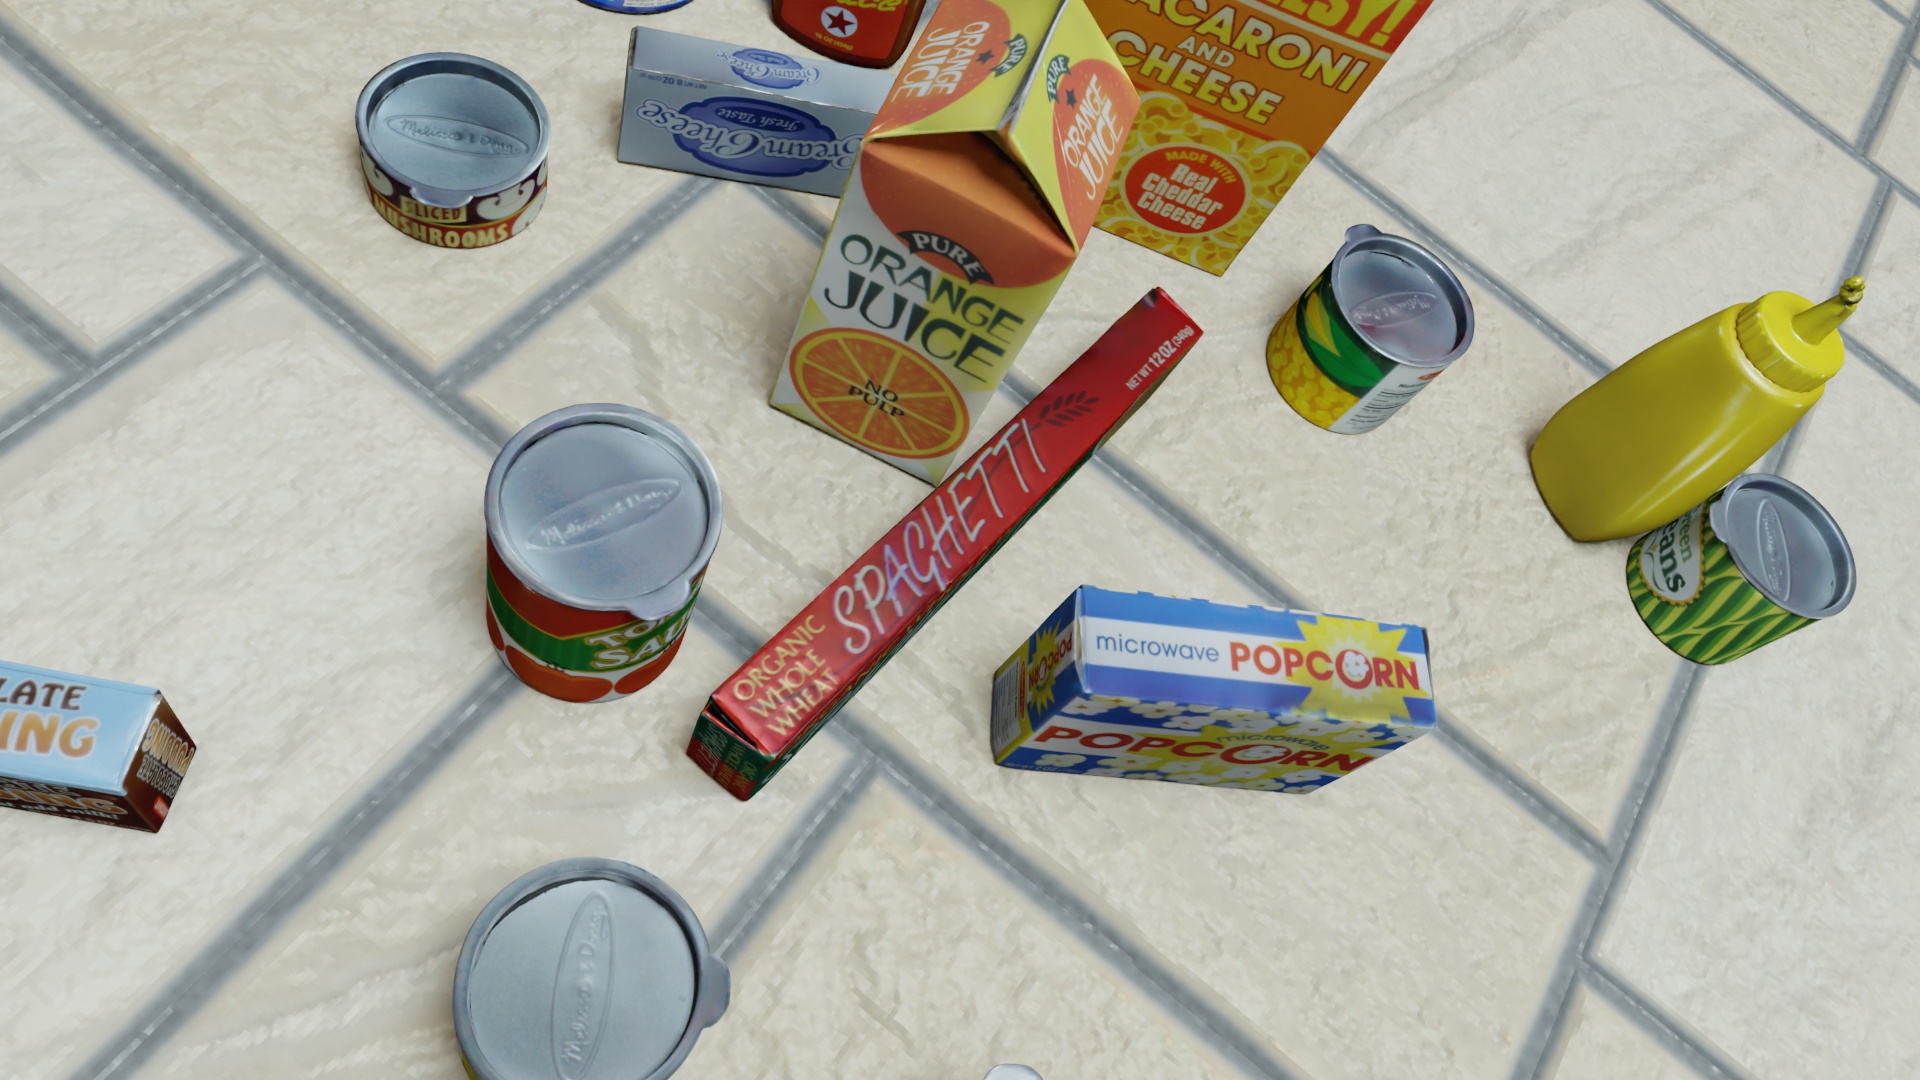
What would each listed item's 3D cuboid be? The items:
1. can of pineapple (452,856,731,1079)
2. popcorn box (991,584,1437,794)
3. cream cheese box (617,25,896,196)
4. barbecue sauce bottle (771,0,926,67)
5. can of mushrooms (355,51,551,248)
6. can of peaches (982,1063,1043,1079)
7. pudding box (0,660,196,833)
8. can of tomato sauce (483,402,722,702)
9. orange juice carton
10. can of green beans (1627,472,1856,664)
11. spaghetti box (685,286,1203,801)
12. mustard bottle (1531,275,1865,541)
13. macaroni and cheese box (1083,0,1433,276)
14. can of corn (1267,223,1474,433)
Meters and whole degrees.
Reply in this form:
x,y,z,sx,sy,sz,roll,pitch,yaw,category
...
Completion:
x,y,z,sx,sy,sz,roll,pitch,yaw,category
-0.104,0.128,0.386,0.071,0.057,0.071,8,62,-15,can of pineapple
0.083,0.053,0.473,0.127,0.085,0.038,7,63,-15,popcorn box
-0.080,-0.166,0.546,0.104,0.053,0.024,5,63,-17,cream cheese box
-0.032,-0.259,0.554,0.065,0.147,0.044,19,60,-9,barbecue sauce bottle
-0.185,-0.141,0.509,0.071,0.033,0.071,8,62,-15,can of mushrooms
0.005,0.189,0.393,0.071,0.057,0.071,8,62,-15,can of peaches
-0.260,0.053,0.376,0.084,0.049,0.030,13,61,-12,pudding box
-0.111,0.008,0.430,0.071,0.082,0.071,8,62,-15,can of tomato sauce
-0.001,-0.103,0.460,0.073,0.191,0.072,26,59,-5,orange juice carton
0.332,0.013,0.595,0.071,0.057,0.071,8,62,-15,can of green beans
0.002,-0.006,0.495,0.029,0.050,0.251,43,59,5,spaghetti box
0.301,-0.056,0.559,0.049,0.159,0.065,-10,68,-23,mustard bottle
0.089,-0.187,0.549,0.124,0.165,0.040,19,60,-9,macaroni and cheese box
0.171,-0.089,0.591,0.071,0.058,0.071,8,62,-15,can of corn
